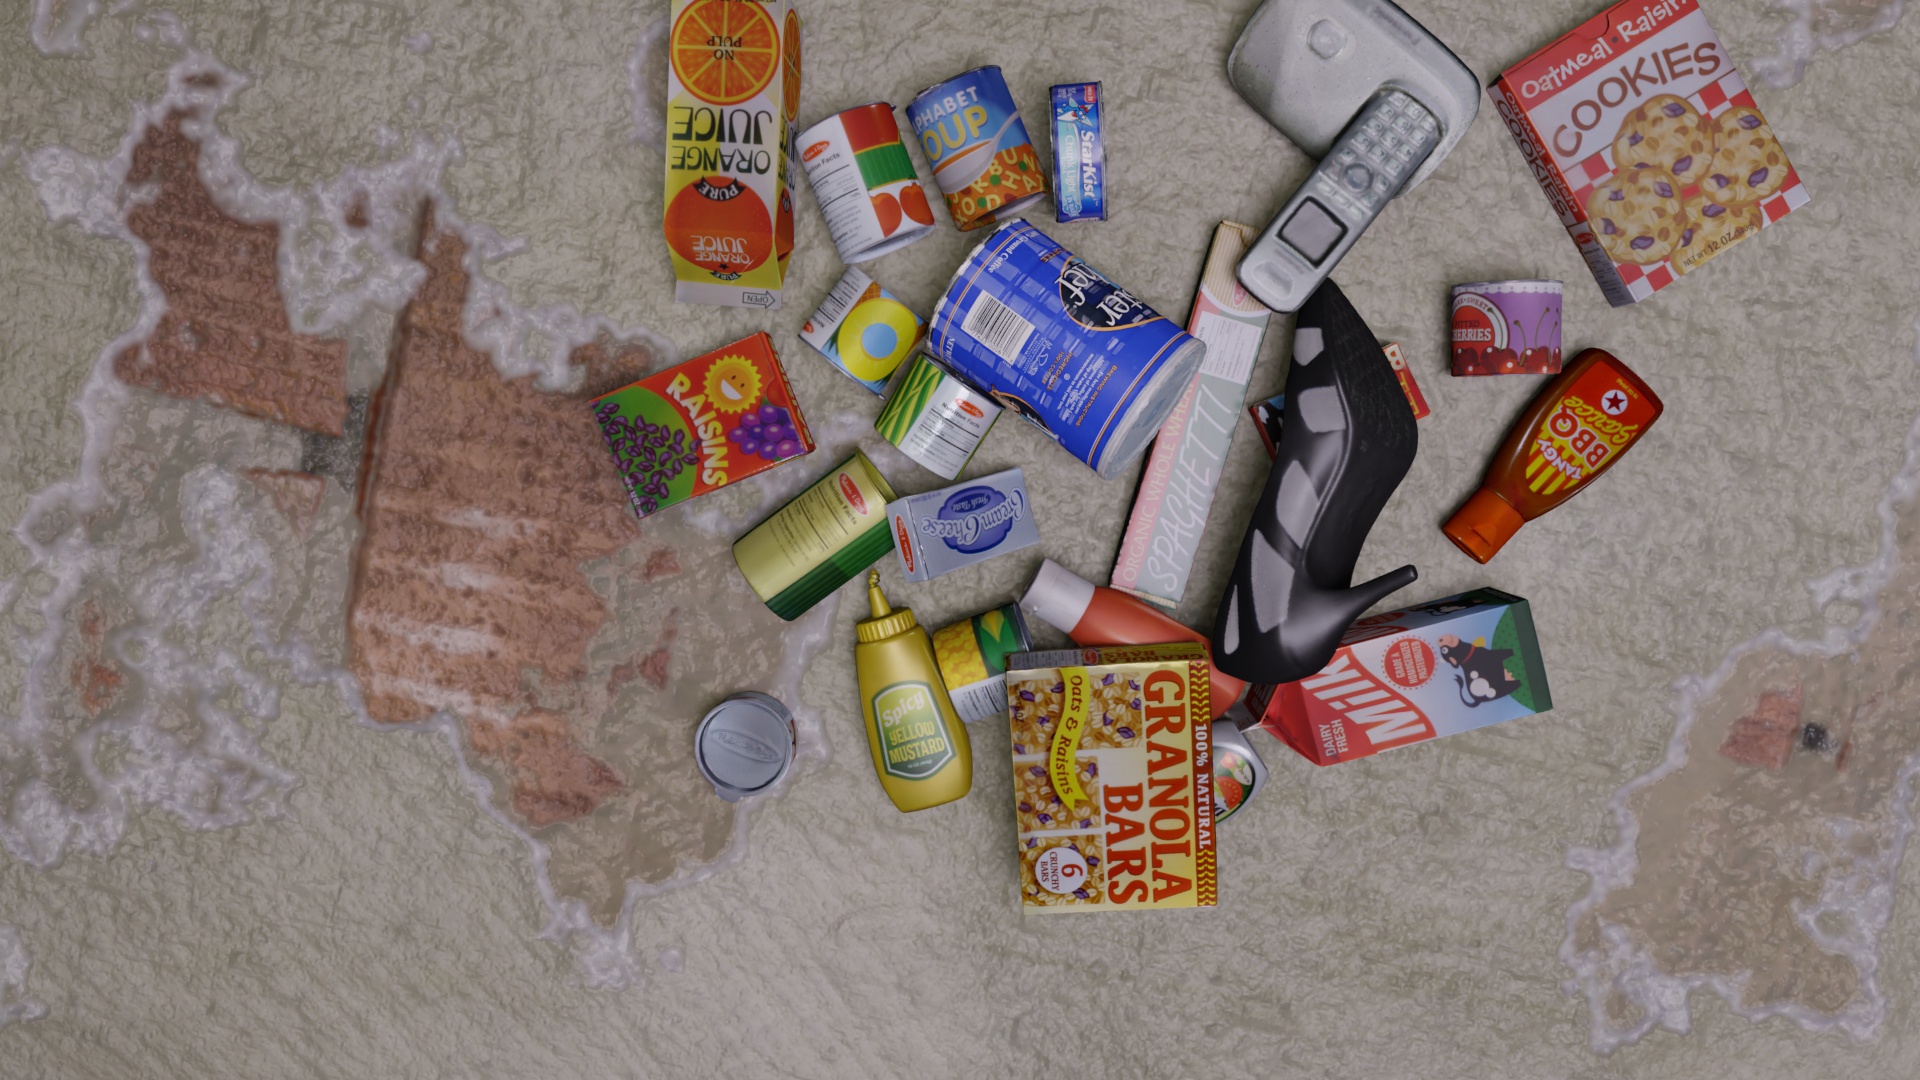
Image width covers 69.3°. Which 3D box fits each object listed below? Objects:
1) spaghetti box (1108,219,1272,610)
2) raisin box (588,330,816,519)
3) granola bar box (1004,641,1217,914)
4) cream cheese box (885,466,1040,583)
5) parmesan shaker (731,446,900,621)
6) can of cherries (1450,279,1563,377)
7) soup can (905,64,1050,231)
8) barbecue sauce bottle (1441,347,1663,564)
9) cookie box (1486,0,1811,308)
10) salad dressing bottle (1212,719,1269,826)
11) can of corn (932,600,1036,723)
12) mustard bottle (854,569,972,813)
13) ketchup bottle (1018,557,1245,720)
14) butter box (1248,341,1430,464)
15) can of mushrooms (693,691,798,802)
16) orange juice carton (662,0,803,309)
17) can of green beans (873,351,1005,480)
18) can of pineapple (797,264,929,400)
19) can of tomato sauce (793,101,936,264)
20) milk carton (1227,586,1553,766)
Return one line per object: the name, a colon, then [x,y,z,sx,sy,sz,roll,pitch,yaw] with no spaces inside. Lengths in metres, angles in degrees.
spaghetti box: [0.154,-0.081,0.905,0.050,0.029,0.249,17,95,1]
raisin box: [-0.169,-0.076,0.916,0.123,0.040,0.086,-21,92,4]
granola bar box: [0.095,0.149,0.868,0.124,0.039,0.165,-4,105,3]
cream cheese box: [0.003,-0.011,0.889,0.104,0.024,0.053,-17,94,-41]
parmesan shaker: [-0.090,-0.004,0.906,0.103,0.071,0.071,-35,92,6]
can of cherries: [0.340,-0.132,0.873,0.071,0.071,0.058,-1,96,3]
soup can: [0.010,-0.246,0.878,0.071,0.071,0.083,-23,94,5]
barbecue sauce bottle: [0.374,-0.050,0.890,0.065,0.044,0.148,42,96,-2]
cookie box: [0.430,-0.250,0.873,0.123,0.040,0.167,-31,92,5]
salad dressing bottle: [0.131,0.176,0.919,0.147,0.044,0.064,-34,99,7]
can of corn: [0.019,0.078,0.908,0.058,0.071,0.071,-20,94,5]
mustard bottle: [-0.039,0.097,0.919,0.065,0.049,0.160,-17,94,3]
ketchup bottle: [0.110,0.063,0.898,0.149,0.064,0.044,30,63,-3]
butter box: [0.246,-0.085,0.903,0.103,0.024,0.053,-24,92,4]
can of mushrooms: [-0.144,0.138,0.935,0.071,0.033,0.071,0,95,2]
orange juice carton: [-0.145,-0.246,0.885,0.072,0.073,0.192,3,95,2]
can of green beans: [-0.014,-0.080,0.894,0.071,0.071,0.057,34,99,0]
can of pineapple: [-0.060,-0.134,0.894,0.071,0.071,0.058,38,96,-1]
can of tomato sauce: [-0.059,-0.227,0.887,0.071,0.071,0.083,-21,94,4]
milk carton: [0.267,0.091,0.892,0.190,0.072,0.073,-15,94,4]
